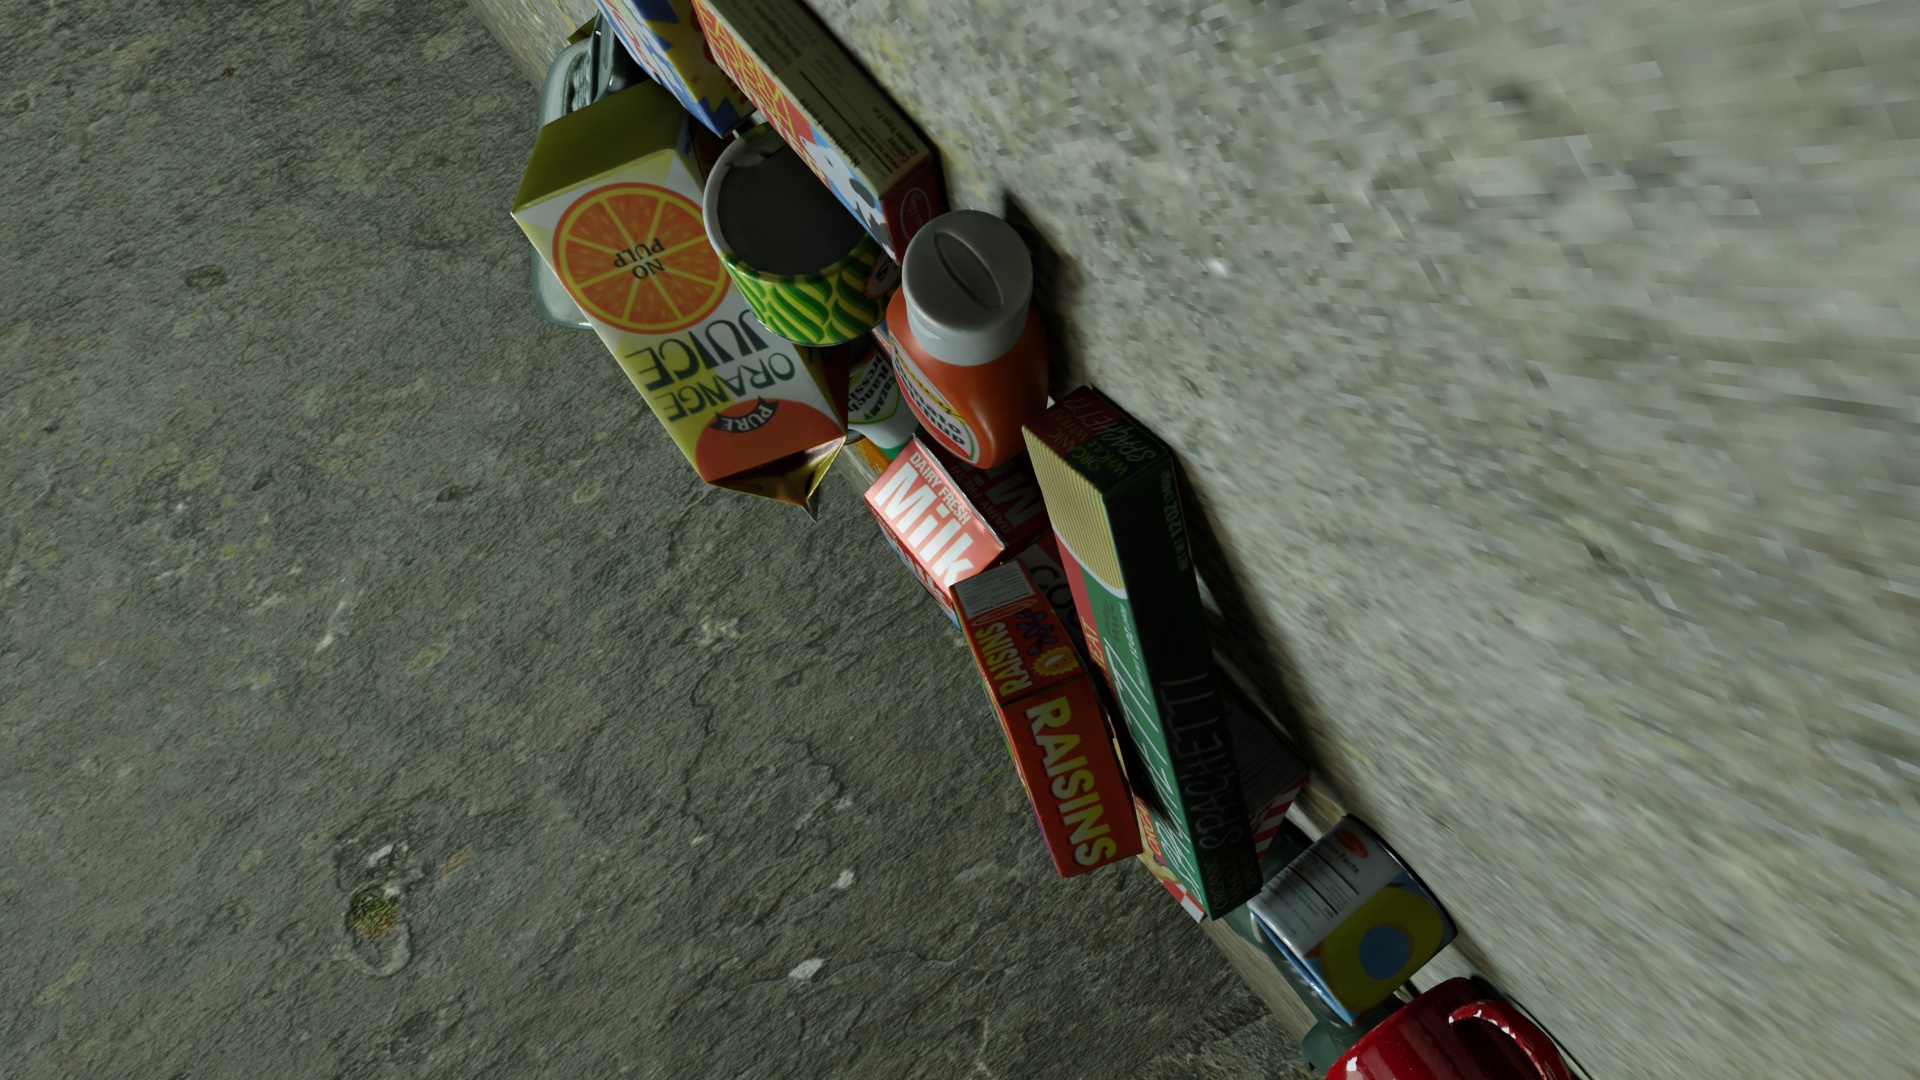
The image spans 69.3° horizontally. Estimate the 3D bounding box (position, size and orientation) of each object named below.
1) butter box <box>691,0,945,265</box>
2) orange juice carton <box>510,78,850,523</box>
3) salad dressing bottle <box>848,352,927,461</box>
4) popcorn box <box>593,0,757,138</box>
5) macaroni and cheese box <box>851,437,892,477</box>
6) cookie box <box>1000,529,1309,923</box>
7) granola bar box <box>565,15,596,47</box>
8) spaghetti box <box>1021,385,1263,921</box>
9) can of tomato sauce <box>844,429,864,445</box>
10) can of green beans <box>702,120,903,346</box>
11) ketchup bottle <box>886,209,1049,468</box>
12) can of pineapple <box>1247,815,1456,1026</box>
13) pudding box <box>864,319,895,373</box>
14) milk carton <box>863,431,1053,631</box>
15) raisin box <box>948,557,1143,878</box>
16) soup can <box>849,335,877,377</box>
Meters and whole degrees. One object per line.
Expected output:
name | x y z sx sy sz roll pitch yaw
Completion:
butter box | -0.046 -0.141 0.447 0.103 0.024 0.053 50 175 12
orange juice carton | -0.103 -0.095 0.600 0.072 0.073 0.192 -94 -19 -47
salad dressing bottle | -0.055 -0.086 0.808 0.044 0.064 0.147 36 176 34
popcorn box | -0.117 -0.213 0.485 0.085 0.038 0.126 46 174 39
macaroni and cheese box | -0.029 -0.043 1.010 0.167 0.040 0.123 49 175 19
cookie box | 0.081 0.090 0.675 0.168 0.040 0.122 46 153 26
granola bar box | -0.172 -0.237 0.855 0.165 0.039 0.124 52 176 -13
spaghetti box | 0.074 0.055 0.516 0.050 0.029 0.248 47 163 47
can of tomato sauce | -0.080 -0.094 0.902 0.071 0.071 0.083 51 175 -5
can of green beans | -0.055 -0.112 0.505 0.071 0.071 0.057 50 175 13
ketchup bottle | 0.003 -0.066 0.454 0.065 0.043 0.148 51 175 6
can of pineapple | 0.165 0.162 0.588 0.071 0.058 0.071 50 176 6
pudding box | -0.032 -0.103 0.589 0.083 0.030 0.049 51 175 -2
milk carton | 0.003 -0.009 0.735 0.072 0.073 0.190 50 175 9
raisin box | 0.034 0.071 0.587 0.124 0.040 0.085 -115 6 -68
soup can | -0.081 -0.126 0.696 0.084 0.071 0.071 45 172 48
